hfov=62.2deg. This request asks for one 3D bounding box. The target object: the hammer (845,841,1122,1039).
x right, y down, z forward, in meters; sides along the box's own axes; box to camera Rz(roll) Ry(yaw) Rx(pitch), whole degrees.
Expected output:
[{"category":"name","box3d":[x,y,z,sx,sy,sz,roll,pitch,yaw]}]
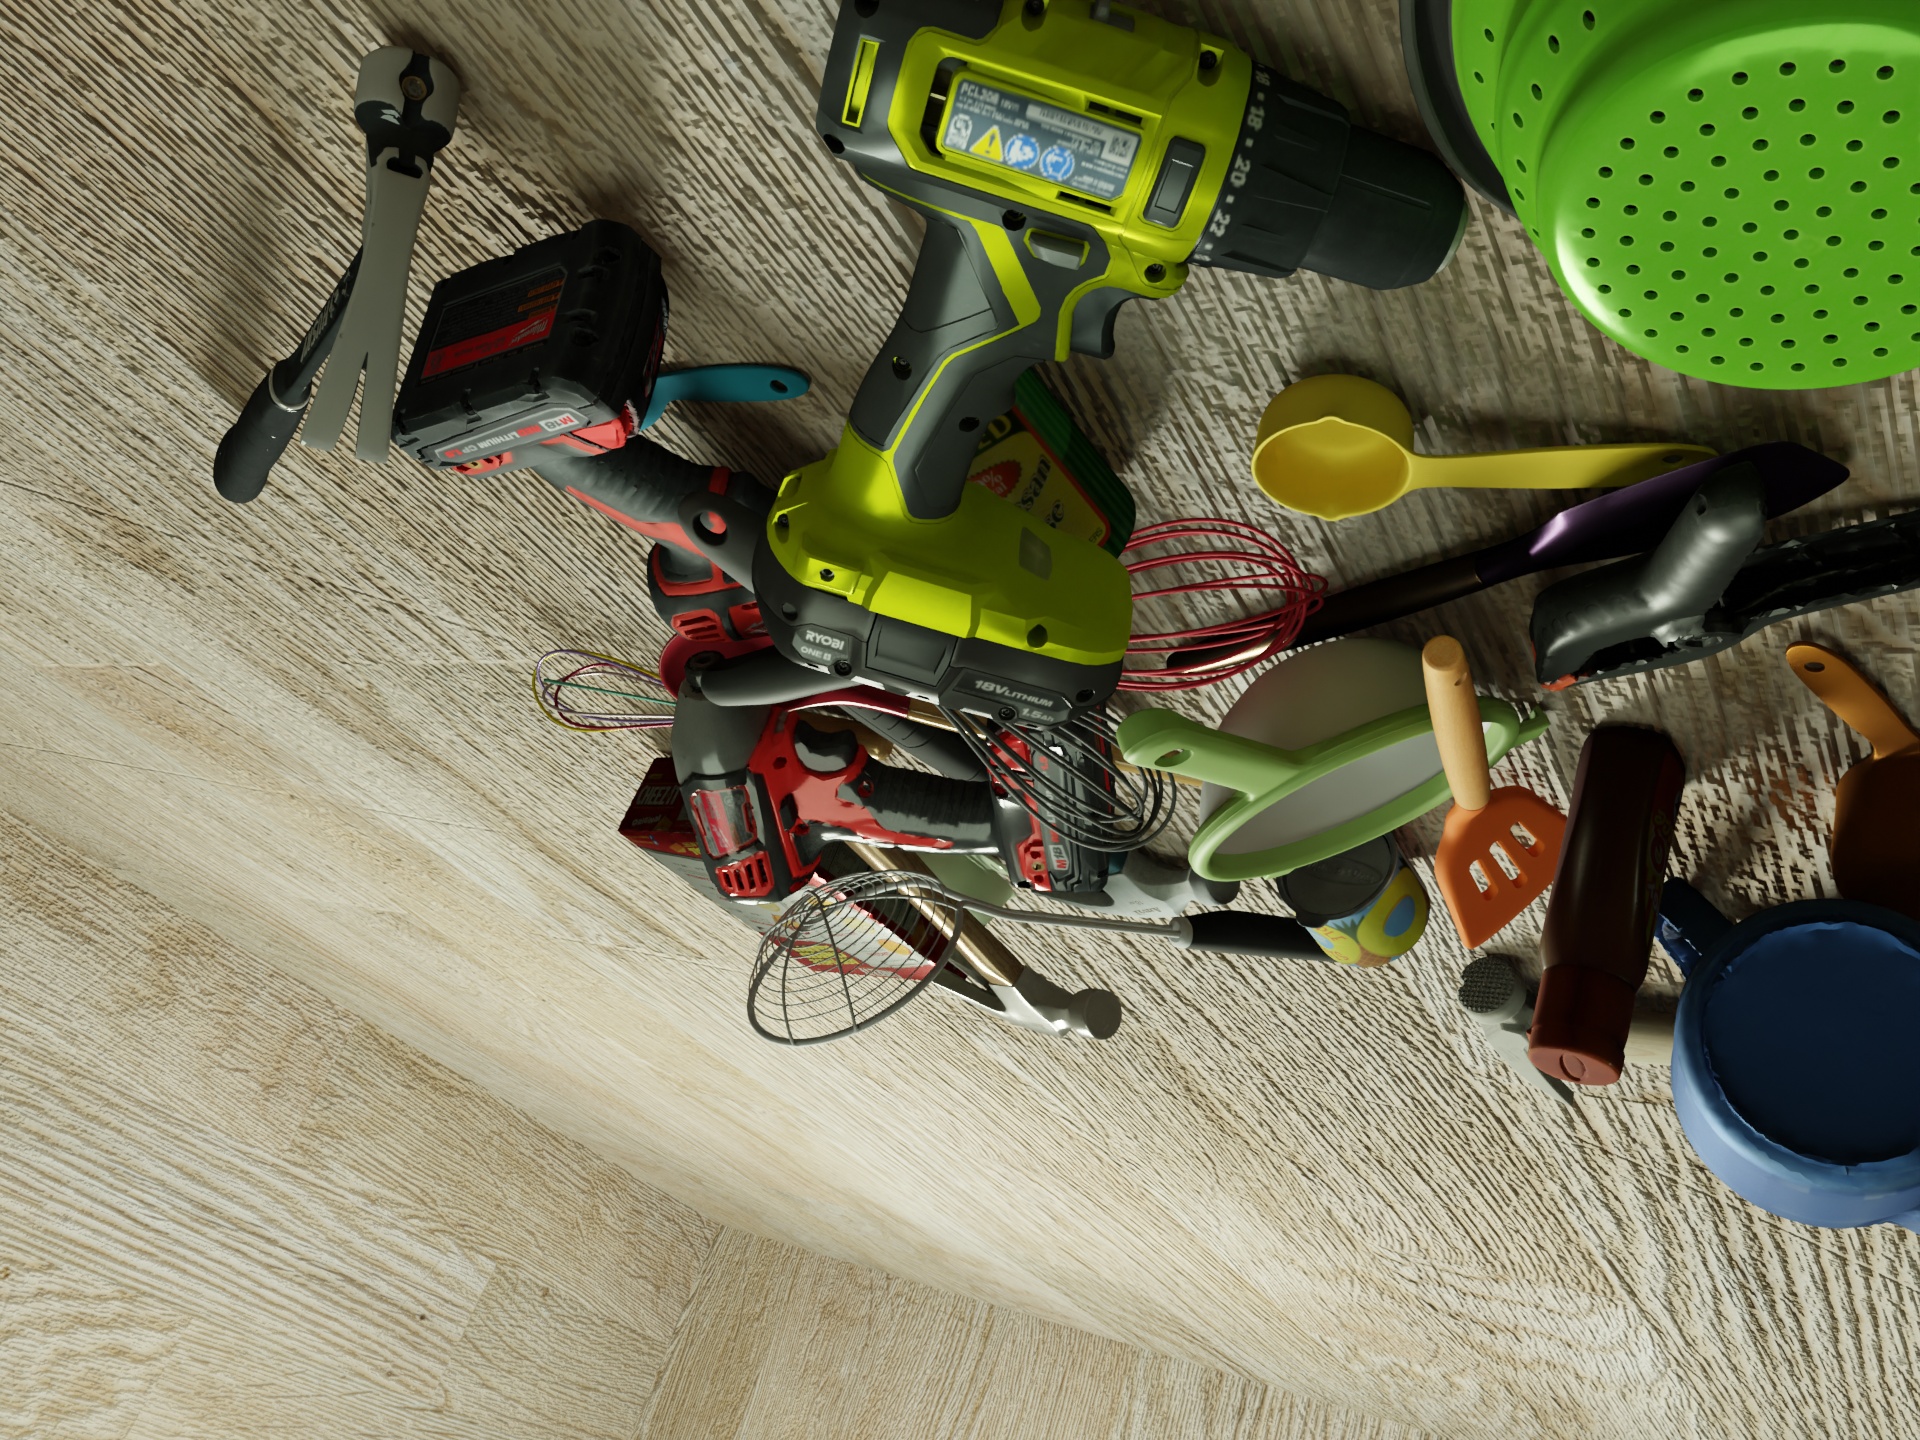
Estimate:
[{"category":"hammer","box3d":[-0.044,0.082,0.961,0.331,0.031,0.130,47,152,-21]}]

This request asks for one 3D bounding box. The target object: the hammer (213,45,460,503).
[{"category":"hammer","box3d":[-0.309,-0.156,0.743,0.036,0.149,0.409,11,169,-30]}]

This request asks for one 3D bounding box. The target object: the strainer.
[{"category":"strainer","box3d":[0.127,0.001,0.650,0.151,0.069,0.256,-34,153,28]}]

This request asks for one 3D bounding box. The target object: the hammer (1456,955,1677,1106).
[{"category":"hammer","box3d":[0.481,0.179,0.831,0.411,0.038,0.146,-5,145,43]}]

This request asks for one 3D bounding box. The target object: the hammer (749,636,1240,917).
[{"category":"hammer","box3d":[0.006,0.026,0.921,0.330,0.033,0.128,35,150,-24]}]

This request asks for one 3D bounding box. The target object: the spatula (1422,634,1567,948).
[{"category":"spatula","box3d":[0.214,0.030,0.646,0.041,0.081,0.322,47,-176,26]}]

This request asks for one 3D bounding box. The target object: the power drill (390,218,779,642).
[{"category":"power drill","box3d":[-0.102,-0.108,0.682,0.188,0.080,0.226,-7,152,31]}]

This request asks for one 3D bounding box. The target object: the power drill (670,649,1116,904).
[{"category":"power drill","box3d":[-0.037,0.023,0.803,0.219,0.079,0.143,-3,124,12]}]

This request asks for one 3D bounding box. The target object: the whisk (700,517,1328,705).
[{"category":"whisk","box3d":[0.013,-0.037,0.699,0.296,0.073,0.073,-8,143,23]}]

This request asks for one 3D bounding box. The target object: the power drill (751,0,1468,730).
[{"category":"power drill","box3d":[0.034,-0.111,0.515,0.190,0.080,0.228,16,128,-6]}]

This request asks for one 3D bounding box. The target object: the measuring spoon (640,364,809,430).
[{"category":"measuring spoon","box3d":[-0.123,-0.143,0.711,0.129,0.021,0.042,5,149,32]}]

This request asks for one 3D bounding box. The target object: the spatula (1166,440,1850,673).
[{"category":"spatula","box3d":[0.191,-0.054,0.635,0.059,0.018,0.316,14,162,-31]}]

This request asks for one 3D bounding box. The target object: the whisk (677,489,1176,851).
[{"category":"whisk","box3d":[-0.012,-0.022,0.647,0.239,0.055,0.055,34,152,-11]}]

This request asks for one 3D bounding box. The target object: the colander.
[{"category":"colander","box3d":[0.127,-0.183,0.354,0.397,0.094,0.204,28,154,-11]}]

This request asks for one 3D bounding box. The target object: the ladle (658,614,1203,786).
[{"category":"ladle","box3d":[-0.001,-0.003,0.839,0.315,0.031,0.069,13,129,-1]}]

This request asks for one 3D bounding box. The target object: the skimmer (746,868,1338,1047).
[{"category":"skimmer","box3d":[0.063,0.141,0.902,0.363,0.090,0.127,7,-165,-21]}]

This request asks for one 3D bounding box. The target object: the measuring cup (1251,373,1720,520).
[{"category":"measuring cup","box3d":[0.183,-0.099,0.562,0.156,0.029,0.062,2,152,14]}]

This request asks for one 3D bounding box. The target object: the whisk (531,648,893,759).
[{"category":"whisk","box3d":[-0.157,-0.003,0.986,0.245,0.047,0.051,10,166,16]}]

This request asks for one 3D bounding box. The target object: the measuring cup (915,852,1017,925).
[{"category":"measuring cup","box3d":[0.002,0.102,1.003,0.083,0.038,0.167,38,171,-4]}]

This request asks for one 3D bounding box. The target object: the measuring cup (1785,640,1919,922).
[{"category":"measuring cup","box3d":[0.368,0.033,0.621,0.173,0.052,0.095,34,152,-26]}]
